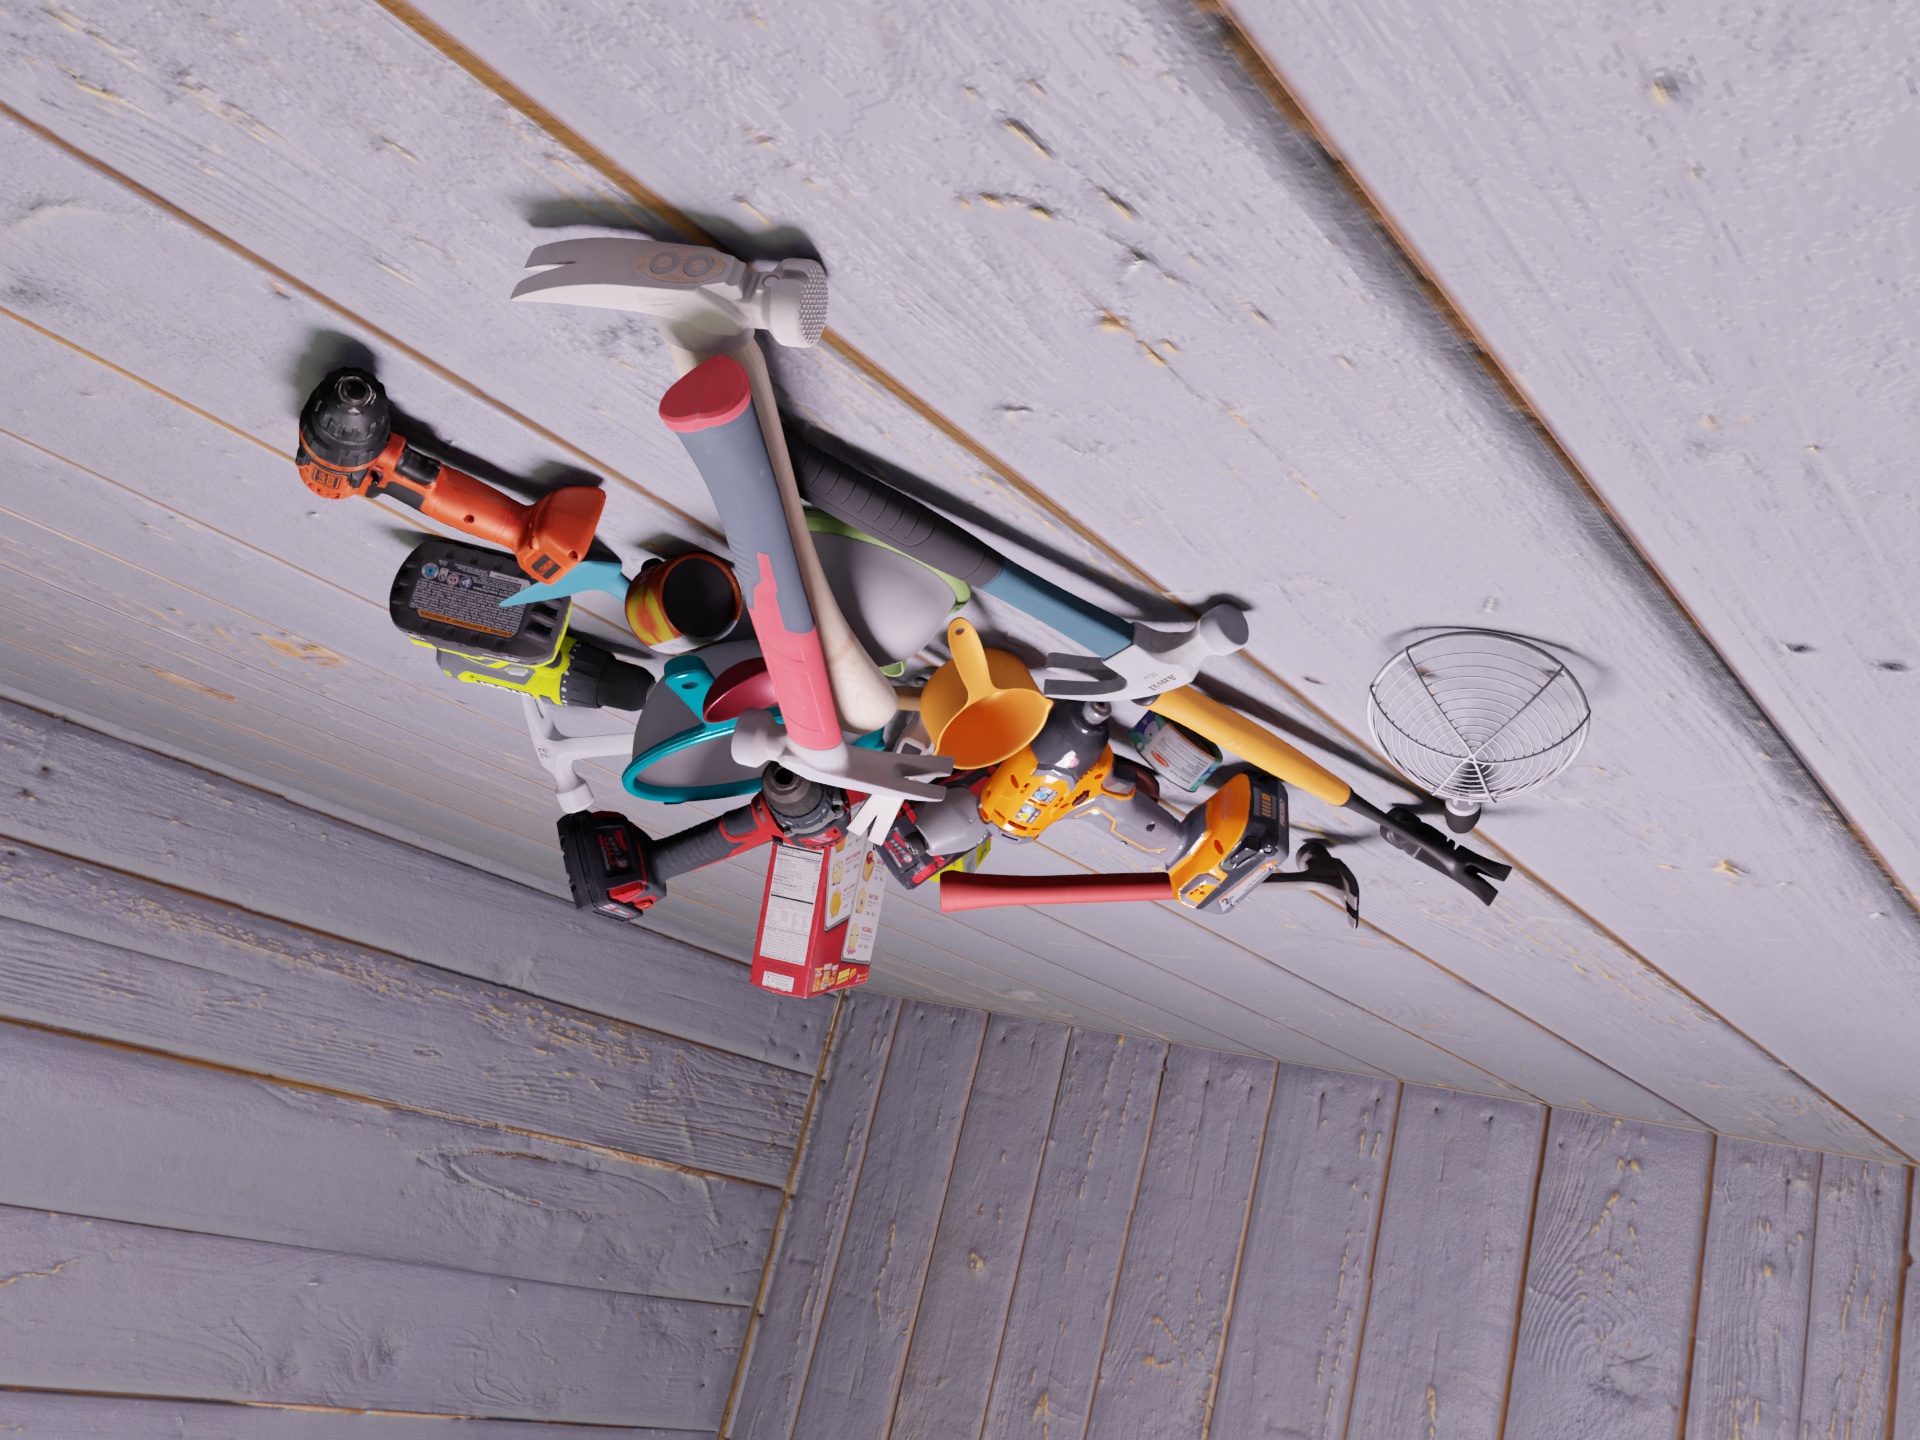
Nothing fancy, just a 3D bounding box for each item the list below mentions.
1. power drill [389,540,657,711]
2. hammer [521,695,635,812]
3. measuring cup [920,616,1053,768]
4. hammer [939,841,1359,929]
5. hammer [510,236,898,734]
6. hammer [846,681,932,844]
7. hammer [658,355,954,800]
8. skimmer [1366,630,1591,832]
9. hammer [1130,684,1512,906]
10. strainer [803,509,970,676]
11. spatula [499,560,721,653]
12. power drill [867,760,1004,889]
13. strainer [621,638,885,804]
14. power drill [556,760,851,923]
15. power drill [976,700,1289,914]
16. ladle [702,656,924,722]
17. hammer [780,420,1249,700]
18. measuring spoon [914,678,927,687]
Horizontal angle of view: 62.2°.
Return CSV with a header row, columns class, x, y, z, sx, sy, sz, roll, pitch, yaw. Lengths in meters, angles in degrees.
class,x,y,z,sx,sy,sz,roll,pitch,yaw
power drill,-0.362,-0.065,1.332,0.190,0.080,0.228,14,167,3
hammer,-0.258,0.012,1.497,0.405,0.035,0.144,-5,115,34
measuring cup,0.006,-0.035,1.121,0.095,0.052,0.173,-25,144,-4
hammer,0.161,0.149,1.392,0.359,0.036,0.149,-2,-167,1
hammer,-0.108,-0.104,0.880,0.146,0.038,0.410,9,153,14
hammer,-0.057,0.044,1.383,0.031,0.130,0.331,27,174,-2
hammer,-0.084,-0.058,0.874,0.143,0.038,0.386,12,154,9
skimmer,0.343,0.021,1.070,0.127,0.090,0.363,7,173,18
hammer,0.257,0.043,1.160,0.336,0.034,0.127,27,-174,-29
strainer,-0.069,-0.059,1.089,0.151,0.069,0.256,12,163,9
spatula,-0.230,-0.065,1.265,0.082,0.044,0.317,-23,151,20
power drill,-0.006,0.087,1.422,0.078,0.143,0.219,58,161,1
strainer,-0.178,-0.025,1.211,0.211,0.095,0.340,-14,165,1
power drill,-0.202,0.087,1.277,0.226,0.080,0.187,-17,166,-1
power drill,0.146,0.061,1.264,0.226,0.084,0.164,21,138,-13
ladle,-0.063,-0.018,1.146,0.069,0.031,0.315,-39,154,32
hammer,0.007,-0.094,0.933,0.330,0.033,0.128,26,145,-27
measuring spoon,-0.002,-0.004,1.317,0.034,0.018,0.124,3,160,37
